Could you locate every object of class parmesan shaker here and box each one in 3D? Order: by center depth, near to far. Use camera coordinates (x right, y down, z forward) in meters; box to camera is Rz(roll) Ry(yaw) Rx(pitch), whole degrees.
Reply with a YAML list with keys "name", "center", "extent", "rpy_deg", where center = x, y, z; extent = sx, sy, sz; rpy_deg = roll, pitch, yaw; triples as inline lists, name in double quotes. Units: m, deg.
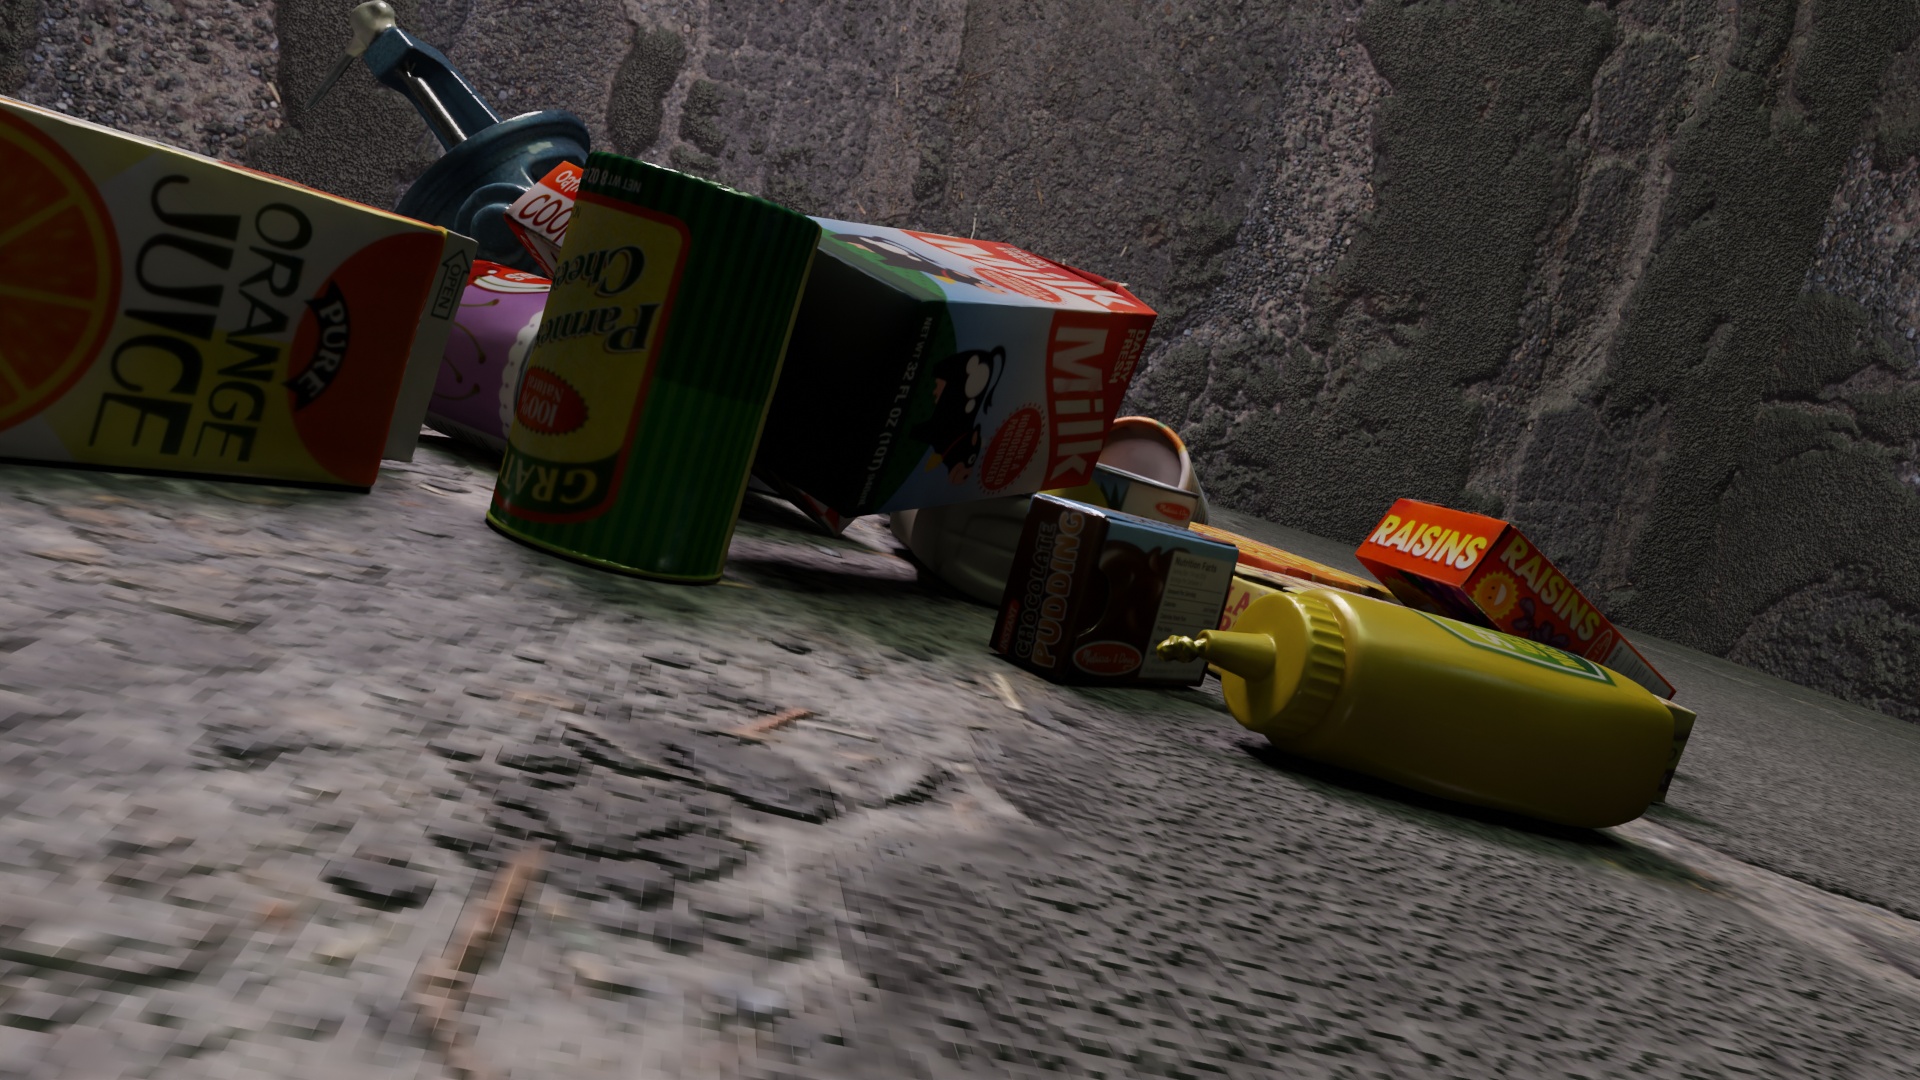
- name: "parmesan shaker"
  center: [-0.086, -0.048, 0.385]
  extent: [0.071, 0.103, 0.071]
  rpy_deg: [17, 6, -2]

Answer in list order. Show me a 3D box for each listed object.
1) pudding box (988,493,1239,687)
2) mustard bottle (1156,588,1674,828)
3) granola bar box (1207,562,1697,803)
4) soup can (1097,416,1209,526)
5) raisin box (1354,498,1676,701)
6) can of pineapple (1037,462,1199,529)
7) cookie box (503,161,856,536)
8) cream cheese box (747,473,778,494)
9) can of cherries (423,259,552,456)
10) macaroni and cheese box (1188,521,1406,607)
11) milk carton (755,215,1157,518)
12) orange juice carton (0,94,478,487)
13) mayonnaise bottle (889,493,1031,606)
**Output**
- name: "pudding box"
  center: [0.050, 0.017, 0.427]
  extent: [0.030, 0.049, 0.084]
  rpy_deg: [19, 6, 39]
- name: "mustard bottle"
  center: [0.126, 0.044, 0.395]
  extent: [0.160, 0.048, 0.065]
  rpy_deg: [15, 7, -23]
- name: "granola bar box"
  center: [0.168, 0.048, 0.523]
  extent: [0.166, 0.039, 0.124]
  rpy_deg: [14, 6, -28]
- name: "soup can"
  center: [0.100, -0.027, 0.786]
  extent: [0.071, 0.071, 0.083]
  rpy_deg: [19, -10, 21]
- name: "raisin box"
  center: [0.252, 0.036, 0.636]
  extent: [0.123, 0.040, 0.086]
  rpy_deg: [40, -2, -18]
- name: "can of pineapple"
  center: [0.060, -0.002, 0.589]
  extent: [0.071, 0.057, 0.071]
  rpy_deg: [17, 5, -2]
- name: "cookie box"
  center: [-0.110, -0.082, 0.575]
  extent: [0.168, 0.040, 0.122]
  rpy_deg: [34, -16, 46]
- name: "cream cheese box"
  center: [-0.091, -0.041, 0.680]
  extent: [0.053, 0.024, 0.104]
  rpy_deg: [15, 6, -26]
- name: "can of cherries"
  center: [-0.154, -0.064, 0.494]
  extent: [0.058, 0.071, 0.071]
  rpy_deg: [19, 6, 24]
- name: "macaroni and cheese box"
  center: [0.134, 0.020, 0.677]
  extent: [0.124, 0.040, 0.166]
  rpy_deg: [22, 7, 37]
- name: "milk carton"
  center: [0.004, -0.063, 0.488]
  extent: [0.073, 0.072, 0.191]
  rpy_deg: [32, 22, 27]
- name: "orange juice carton"
  center: [-0.197, -0.059, 0.328]
  extent: [0.073, 0.071, 0.193]
  rpy_deg: [20, 7, 26]
- name: "mayonnaise bottle"
  center: [0.002, -0.007, 0.561]
  extent: [0.065, 0.041, 0.148]
  rpy_deg: [18, 4, -16]
